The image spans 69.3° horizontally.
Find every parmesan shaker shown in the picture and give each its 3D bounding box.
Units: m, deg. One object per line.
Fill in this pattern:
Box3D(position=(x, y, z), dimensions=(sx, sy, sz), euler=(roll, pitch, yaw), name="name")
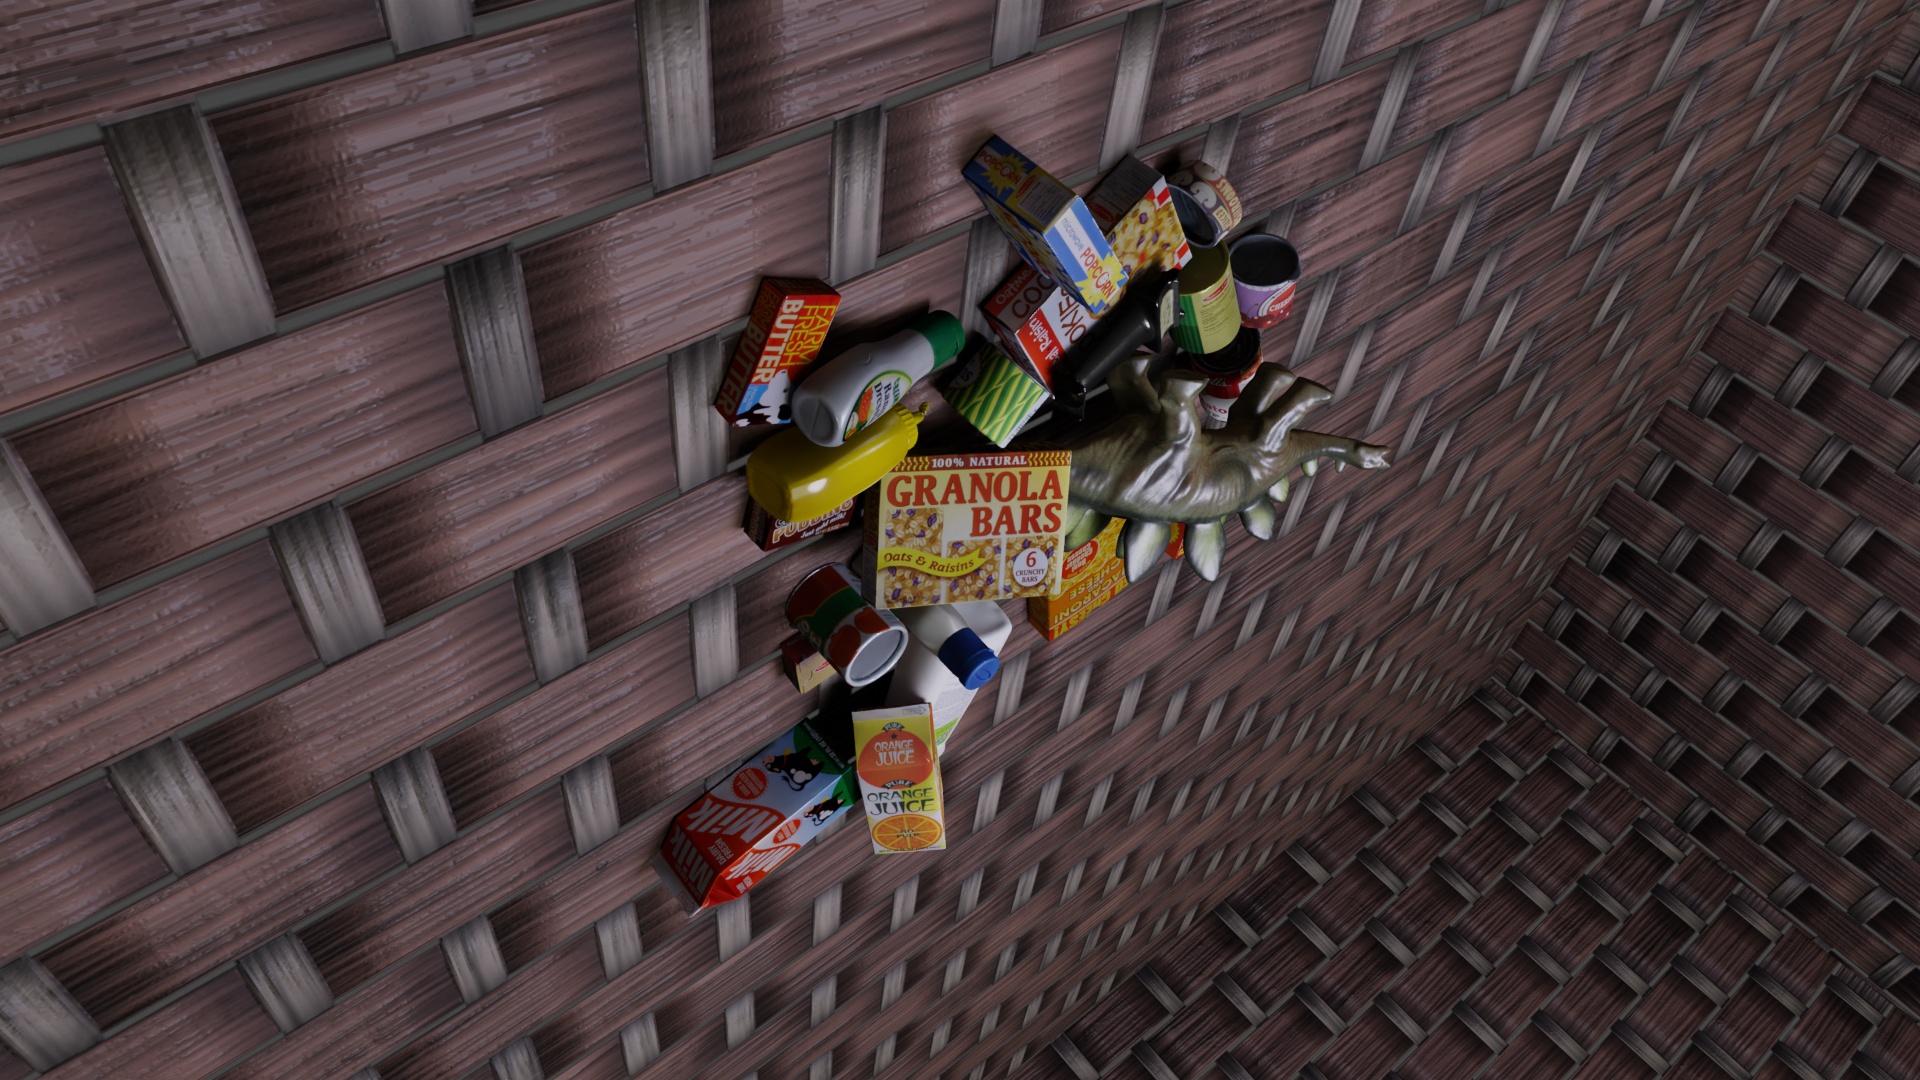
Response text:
Box3D(position=(0.202, -0.212, 1.202), dimensions=(0.071, 0.071, 0.103), euler=(-44, 153, -4), name="parmesan shaker")

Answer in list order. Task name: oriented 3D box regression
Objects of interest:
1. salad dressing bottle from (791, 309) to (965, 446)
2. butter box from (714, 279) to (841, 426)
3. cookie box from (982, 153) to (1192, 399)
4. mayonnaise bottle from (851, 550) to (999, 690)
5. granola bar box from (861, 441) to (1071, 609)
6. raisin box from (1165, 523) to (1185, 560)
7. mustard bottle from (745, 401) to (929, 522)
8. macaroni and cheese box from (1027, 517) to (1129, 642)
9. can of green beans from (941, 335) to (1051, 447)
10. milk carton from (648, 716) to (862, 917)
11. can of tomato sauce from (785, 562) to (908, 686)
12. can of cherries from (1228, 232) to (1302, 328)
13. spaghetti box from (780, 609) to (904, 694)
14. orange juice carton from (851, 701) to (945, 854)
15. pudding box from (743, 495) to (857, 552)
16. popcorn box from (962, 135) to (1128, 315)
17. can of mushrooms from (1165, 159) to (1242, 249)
Box3D(position=(-0.054, -0.118, 0.973), dimensions=(0.148, 0.044, 0.064), euler=(-40, 159, -40), name="salad dressing bottle")
Box3D(position=(-0.121, -0.124, 0.919), dimensions=(0.053, 0.024, 0.103), euler=(-11, 136, -49), name="butter box")
Box3D(position=(0.103, -0.205, 1.104), dimensions=(0.167, 0.040, 0.122), euler=(-47, 153, -2), name="cookie box")
Box3D(position=(-0.028, 0.062, 1.157), dimensions=(0.041, 0.148, 0.064), euler=(-47, 152, 4), name="mayonnaise bottle")
Box3D(position=(0.004, -0.014, 1.114), dimensions=(0.166, 0.039, 0.123), euler=(-3, 105, -26), name="granola bar box")
Box3D(position=(0.215, -0.053, 1.405), dimensions=(0.040, 0.086, 0.122), euler=(-27, 147, -34), name="raisin box")
Box3D(position=(-0.079, -0.066, 1.012), dimensions=(0.161, 0.065, 0.048), euler=(-29, 142, -35), name="mustard bottle")
Box3D(position=(0.126, 0.020, 1.427), dimensions=(0.124, 0.040, 0.165), euler=(-35, 150, -19), name="macaroni and cheese box")
Box3D(position=(0.027, -0.115, 1.089), dimensions=(0.058, 0.071, 0.071), euler=(-49, 152, 6), name="can of green beans")
Box3D(position=(-0.189, 0.258, 1.273), dimensions=(0.191, 0.072, 0.073), euler=(-37, 151, -17), name="milk carton")
Box3D(position=(-0.095, 0.071, 1.147), dimensions=(0.071, 0.083, 0.070), euler=(-33, 149, -23), name="can of tomato sauce")
Box3D(position=(0.274, -0.235, 1.265), dimensions=(0.072, 0.071, 0.058), euler=(-37, 151, -17), name="can of cherries")
Box3D(position=(-0.050, 0.050, 1.240), dimensions=(0.251, 0.029, 0.050), euler=(-33, 149, -24), name="spaghetti box")
Box3D(position=(-0.057, 0.216, 1.317), dimensions=(0.072, 0.073, 0.191), euler=(-5, 136, 1), name="orange juice carton")
Box3D(position=(-0.118, -0.028, 1.043), dimensions=(0.084, 0.030, 0.049), euler=(-19, 141, -41), name="pudding box")
Box3D(position=(0.062, -0.220, 0.978), dimensions=(0.038, 0.085, 0.126), euler=(-48, 152, 2), name="popcorn box")
Box3D(position=(0.192, -0.268, 1.110), dimensions=(0.033, 0.071, 0.070), euler=(-43, 152, -10), name="can of mushrooms")
